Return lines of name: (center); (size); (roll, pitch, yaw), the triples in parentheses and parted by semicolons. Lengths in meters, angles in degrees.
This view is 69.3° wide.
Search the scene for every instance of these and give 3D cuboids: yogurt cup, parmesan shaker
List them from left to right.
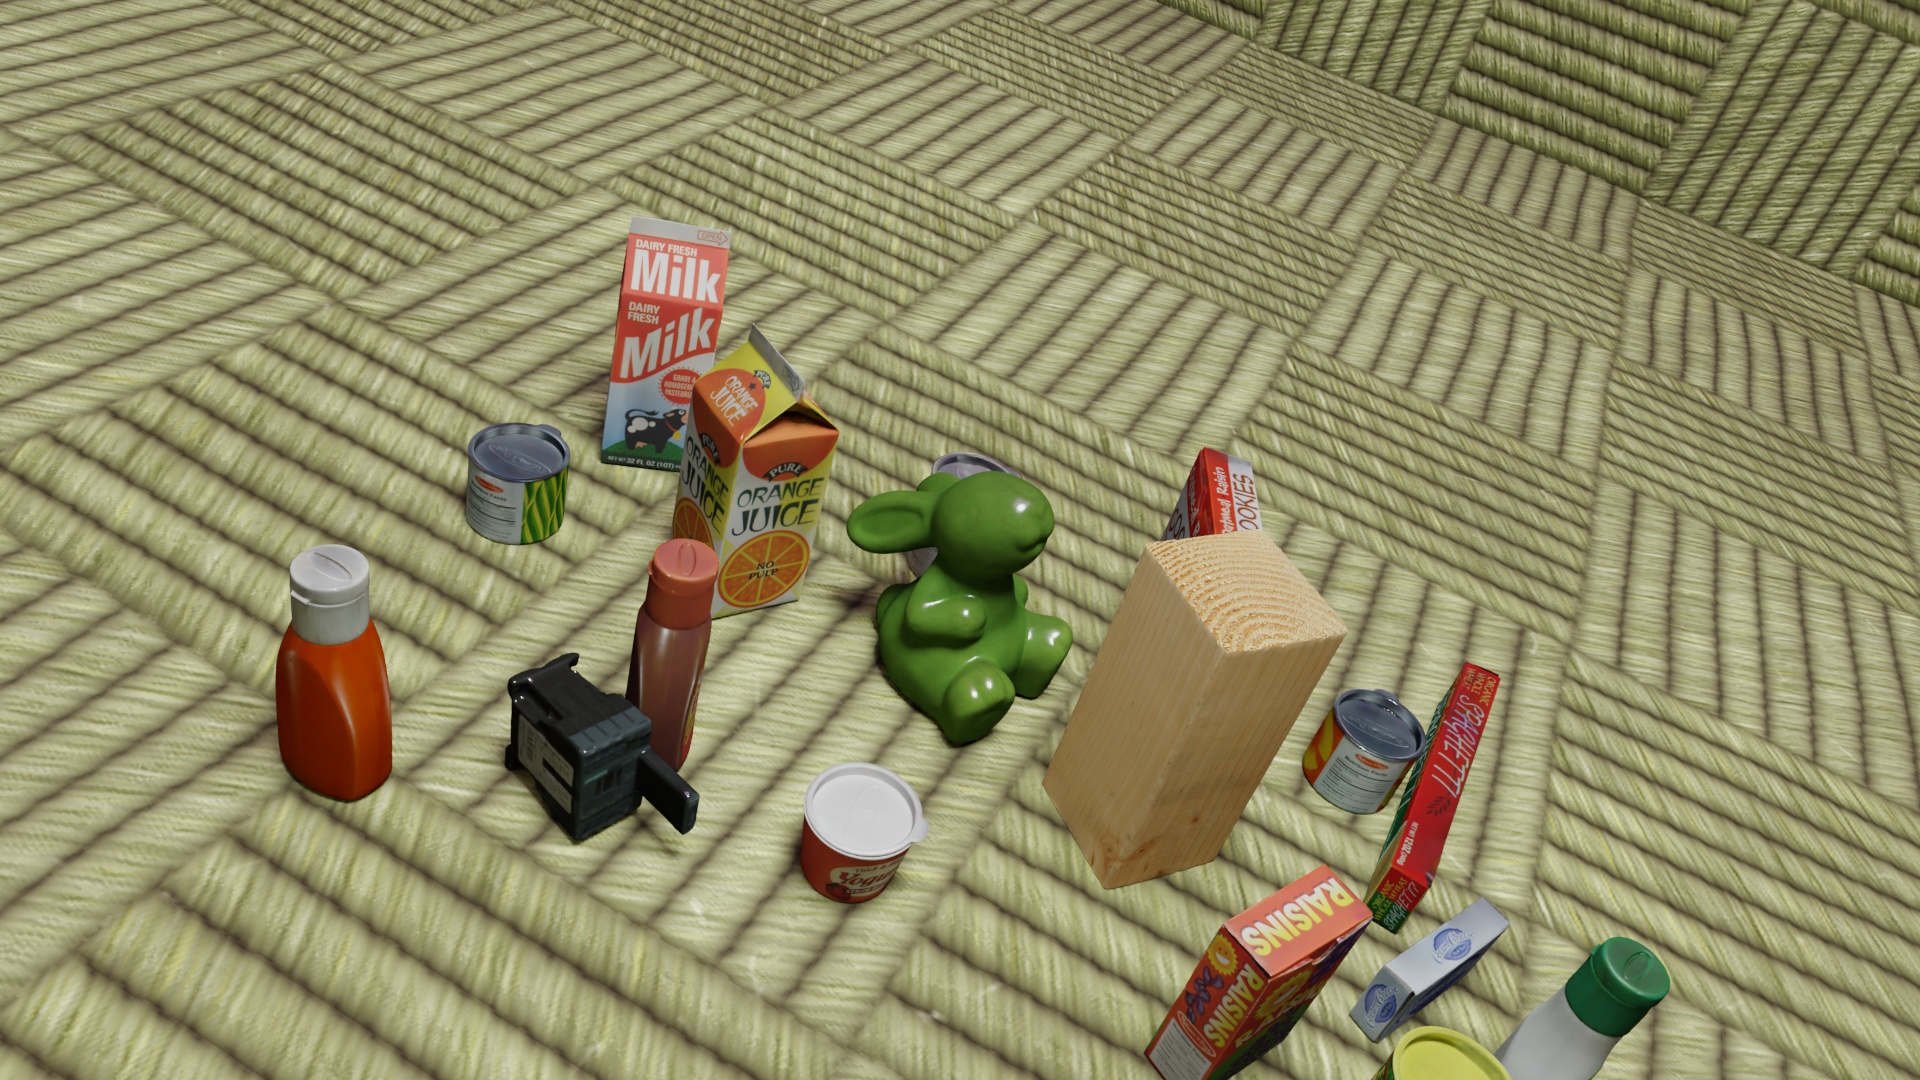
yogurt cup: (-0.060, 0.169, 0.794); (0.072, 0.053, 0.073); (11, 37, -9)
parmesan shaker: (0.226, 0.304, 0.699); (0.071, 0.102, 0.072); (11, 37, -9)

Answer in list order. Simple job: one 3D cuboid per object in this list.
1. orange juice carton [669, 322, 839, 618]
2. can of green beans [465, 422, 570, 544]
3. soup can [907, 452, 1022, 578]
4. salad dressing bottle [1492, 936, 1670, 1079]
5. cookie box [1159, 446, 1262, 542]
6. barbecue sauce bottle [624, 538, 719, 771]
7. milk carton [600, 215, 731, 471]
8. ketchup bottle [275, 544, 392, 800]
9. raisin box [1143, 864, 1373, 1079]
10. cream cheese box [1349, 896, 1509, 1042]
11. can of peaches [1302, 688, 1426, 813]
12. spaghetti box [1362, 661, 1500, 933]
orange juice carton: (-0.137, -0.045, 0.920); (0.073, 0.191, 0.072); (-12, 46, -33)
can of green beans: (-0.305, -0.039, 0.956); (0.071, 0.057, 0.071); (11, 37, -9)
soup can: (0.004, -0.013, 1.026); (0.071, 0.083, 0.072); (11, 37, -9)
salad dressing bottle: (0.323, 0.270, 0.745); (0.064, 0.146, 0.044); (-20, 51, -39)
cookie box: (0.158, 0.039, 0.954); (0.040, 0.166, 0.123); (13, 37, -6)
barbecue sauce bottle: (-0.168, 0.066, 0.803); (0.044, 0.147, 0.065); (7, 38, -14)
milk carton: (-0.217, -0.148, 1.020); (0.072, 0.189, 0.074); (6, 38, -15)
ketchup bottle: (-0.331, 0.069, 0.732); (0.065, 0.148, 0.044); (29, 38, 14)
raisin box: (0.157, 0.237, 0.739); (0.086, 0.122, 0.040); (-15, 48, -36)
cream cheese box: (0.279, 0.254, 0.825); (0.104, 0.053, 0.024); (-17, 49, -37)
can of peaches: (0.278, 0.144, 0.960); (0.071, 0.057, 0.071); (11, 37, -9)
spaghetti box: (0.327, 0.168, 0.956); (0.029, 0.049, 0.251); (29, 38, 14)
